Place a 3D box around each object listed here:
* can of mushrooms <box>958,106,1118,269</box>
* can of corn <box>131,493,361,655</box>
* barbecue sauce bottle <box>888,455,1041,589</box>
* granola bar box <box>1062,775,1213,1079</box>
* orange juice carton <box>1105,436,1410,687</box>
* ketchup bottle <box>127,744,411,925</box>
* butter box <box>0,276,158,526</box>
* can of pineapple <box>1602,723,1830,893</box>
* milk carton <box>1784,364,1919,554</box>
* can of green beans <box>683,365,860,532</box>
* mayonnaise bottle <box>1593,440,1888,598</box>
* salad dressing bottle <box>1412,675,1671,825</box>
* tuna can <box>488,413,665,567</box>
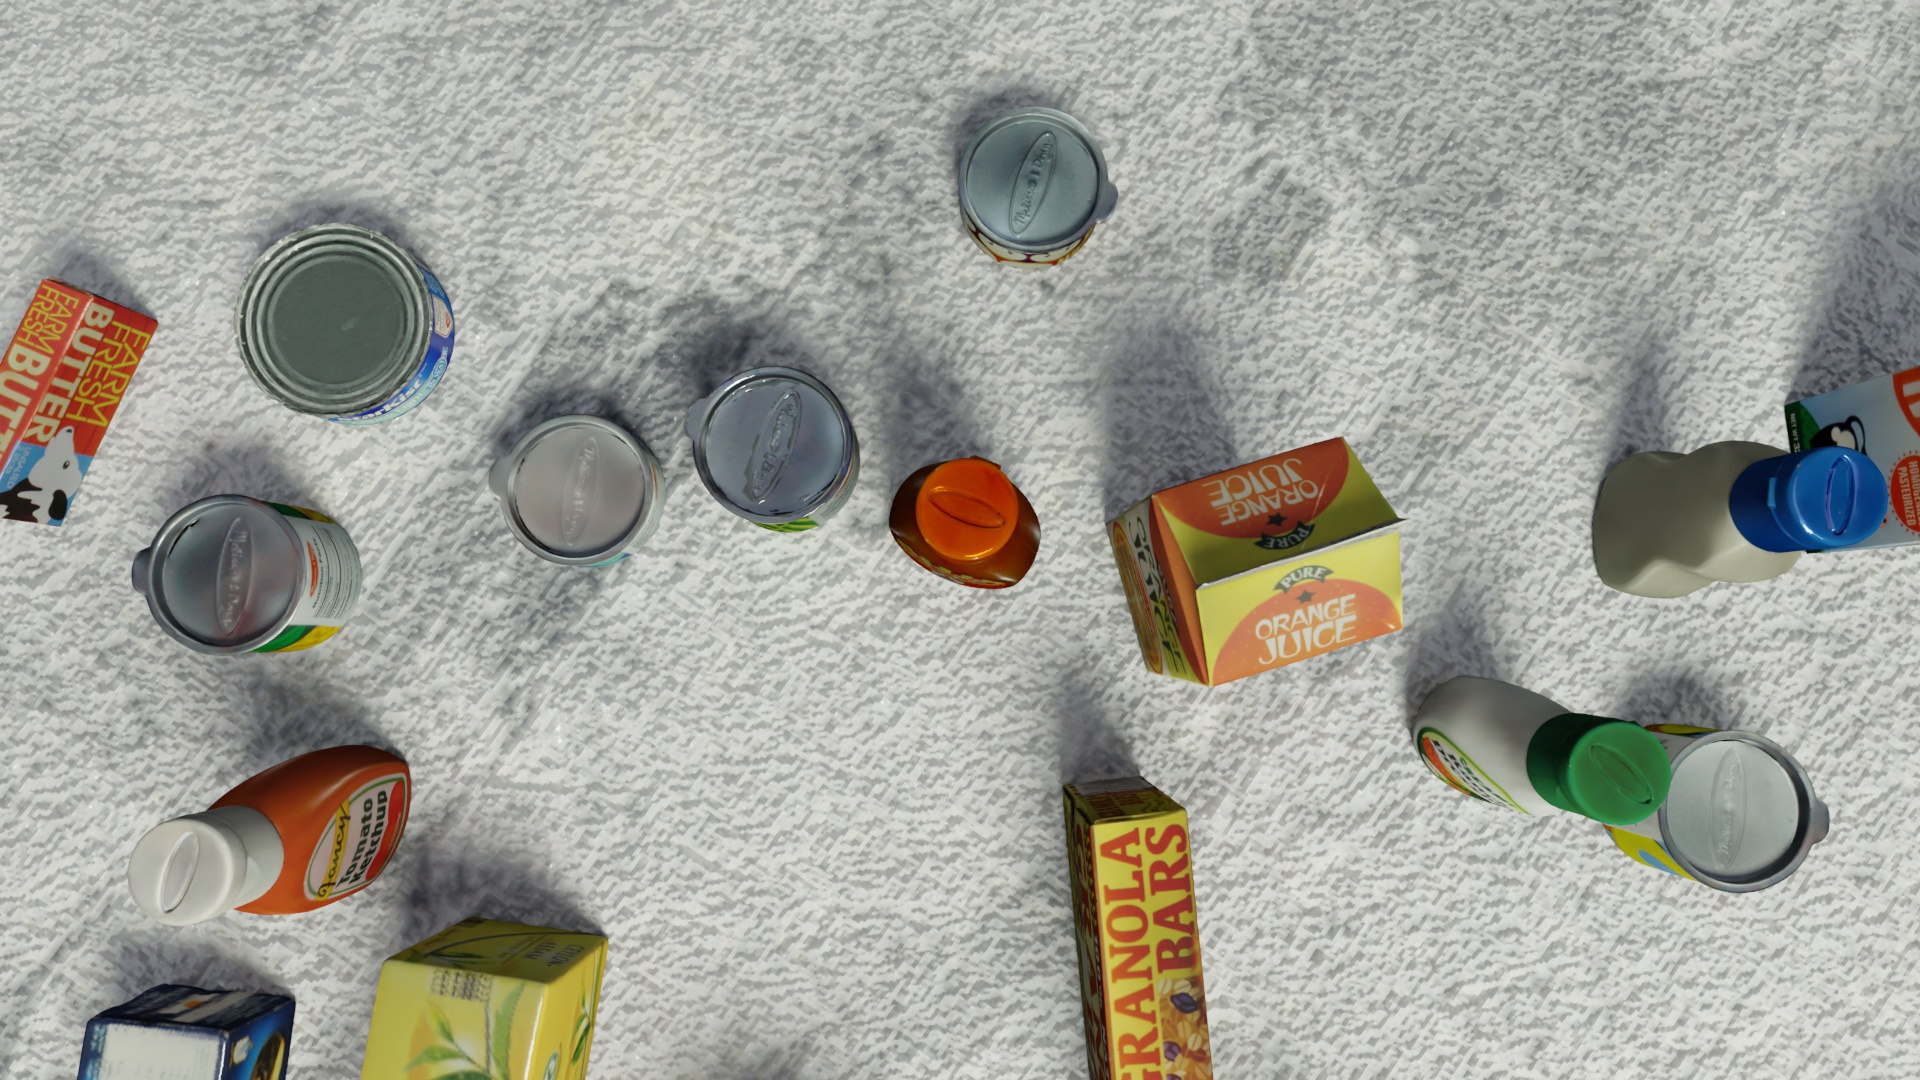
[{"bbox_3d":[0.034,-0.156,0.624,0.071,0.033,0.071,0,86,-1],"label":"can of mushrooms"},{"bbox_3d":[-0.303,0.015,0.594,0.071,0.058,0.071,0,86,-1],"label":"can of corn"},{"bbox_3d":[0.002,-0.007,0.554,0.065,0.148,0.043,22,86,1],"label":"barbecue sauce bottle"},{"bbox_3d":[0.070,0.184,0.552,0.039,0.124,0.165,-5,86,-1],"label":"granola bar box"},{"bbox_3d":[0.108,0.010,0.532,0.072,0.192,0.073,-16,86,-2],"label":"orange juice carton"},{"bbox_3d":[-0.265,0.117,0.541,0.043,0.148,0.065,16,86,1],"label":"ketchup bottle"},{"bbox_3d":[-0.393,-0.059,0.602,0.024,0.053,0.103,23,86,1],"label":"butter box"},{"bbox_3d":[0.318,0.113,0.593,0.071,0.058,0.071,0,86,-1],"label":"can of pineapple"},{"bbox_3d":[0.416,-0.038,0.540,0.073,0.190,0.072,-5,86,-1],"label":"milk carton"},{"bbox_3d":[-0.078,-0.038,0.601,0.071,0.058,0.071,0,86,-1],"label":"can of green beans"},{"bbox_3d":[0.307,-0.010,0.558,0.041,0.148,0.065,7,86,0],"label":"mayonnaise bottle"},{"bbox_3d":[0.226,0.084,0.550,0.064,0.147,0.044,44,87,2],"label":"salad dressing bottle"},{"bbox_3d":[-0.167,-0.021,0.611,0.071,0.033,0.071,0,86,-1],"label":"tuna can"}]
